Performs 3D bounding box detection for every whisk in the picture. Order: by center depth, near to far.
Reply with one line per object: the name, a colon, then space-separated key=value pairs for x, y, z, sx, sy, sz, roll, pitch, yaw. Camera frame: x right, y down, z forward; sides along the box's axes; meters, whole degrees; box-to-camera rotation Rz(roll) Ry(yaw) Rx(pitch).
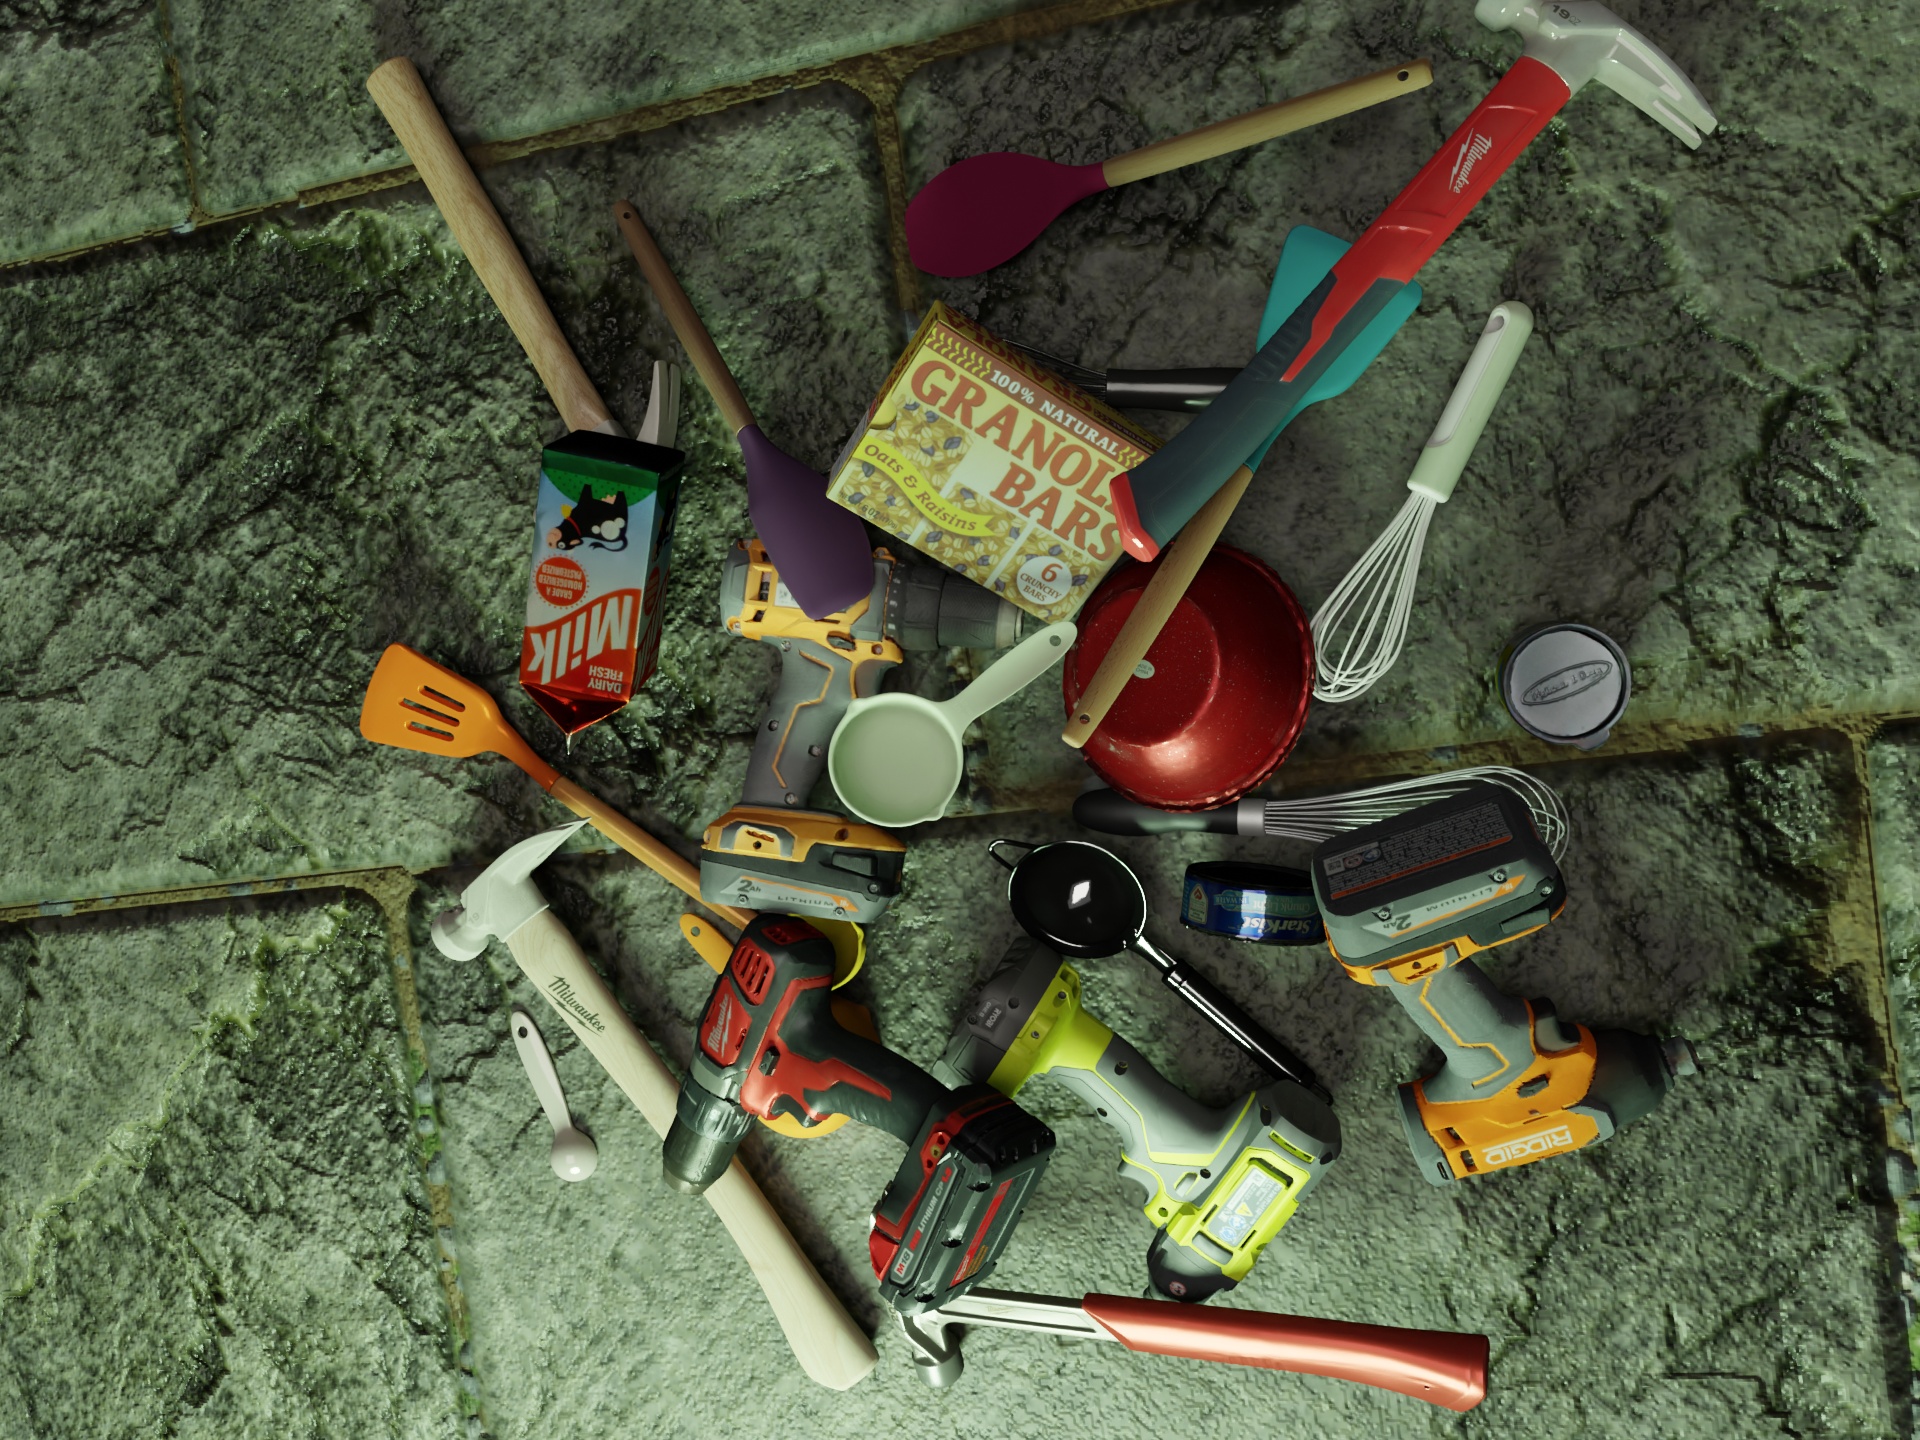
whisk: x=0.260 y=-0.123 z=0.901 sx=0.059 sy=0.058 sz=0.246 roll=22 pitch=97 yaw=-23
whisk: x=0.203 y=0.059 z=0.926 sx=0.284 sy=0.070 sz=0.070 roll=1 pitch=95 yaw=19
whisk: x=0.087 y=-0.196 z=0.927 sx=0.239 sy=0.055 sz=0.055 roll=3 pitch=96 yaw=4

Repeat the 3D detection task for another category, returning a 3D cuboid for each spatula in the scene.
spatula: x=0.141 y=-0.123 z=0.873 sx=0.082 sy=0.044 sz=0.317 roll=31 pitch=80 yaw=8
spatula: x=-0.140 y=-0.199 z=0.979 sx=0.060 sy=0.018 sz=0.316 roll=-28 pitch=74 yaw=-10
spatula: x=-0.253 y=0.060 z=1.050 sx=0.322 sy=0.041 sz=0.081 roll=34 pitch=117 yaw=8

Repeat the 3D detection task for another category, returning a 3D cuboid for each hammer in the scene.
hammer: x=0.229 y=-0.226 z=0.851 sx=0.143 sy=0.038 sz=0.386 roll=41 pitch=87 yaw=7
hammer: x=0.121 y=0.349 z=0.932 sx=0.359 sy=0.037 sz=0.149 roll=-2 pitch=116 yaw=23
hammer: x=-0.291 y=-0.286 z=1.034 sx=0.130 sy=0.031 sz=0.331 roll=-31 pitch=87 yaw=15
hammer: x=-0.181 y=0.255 z=1.041 sx=0.146 sy=0.038 sz=0.410 roll=-39 pitch=87 yaw=26

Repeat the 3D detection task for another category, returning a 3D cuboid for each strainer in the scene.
strainer: x=0.124 y=0.148 z=0.962 sx=0.258 sy=0.050 sz=0.087 roll=41 pitch=124 yaw=2

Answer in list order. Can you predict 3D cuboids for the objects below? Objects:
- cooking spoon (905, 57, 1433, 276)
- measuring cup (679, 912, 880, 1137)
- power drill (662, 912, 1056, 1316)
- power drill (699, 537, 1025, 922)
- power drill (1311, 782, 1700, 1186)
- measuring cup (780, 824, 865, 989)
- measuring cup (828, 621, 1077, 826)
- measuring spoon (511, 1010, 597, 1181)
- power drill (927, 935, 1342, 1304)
cooking spoon: x=0.108 y=-0.319 z=0.908 sx=0.319 sy=0.017 sz=0.069 roll=-9 pitch=89 yaw=27
measuring cup: x=-0.128 y=0.193 z=1.022 sx=0.173 sy=0.052 sz=0.095 roll=45 pitch=104 yaw=5
power drill: x=-0.076 y=0.244 z=0.929 sx=0.227 sy=0.080 sz=0.188 roll=33 pitch=107 yaw=28
power drill: x=-0.062 y=0.006 z=0.971 sx=0.185 sy=0.084 sz=0.226 roll=6 pitch=87 yaw=6
power drill: x=0.297 y=0.148 z=0.863 sx=0.164 sy=0.084 sz=0.226 roll=-21 pitch=118 yaw=15
measuring cup: x=-0.102 y=0.098 z=1.027 sx=0.062 sy=0.029 sz=0.157 roll=-18 pitch=78 yaw=7
measuring cup: x=-0.001 y=-0.003 z=0.919 sx=0.167 sy=0.038 sz=0.083 roll=-37 pitch=86 yaw=-8
measuring spoon: x=-0.284 y=0.258 z=1.086 sx=0.034 sy=0.018 sz=0.124 roll=-23 pitch=88 yaw=15
power drill: x=0.090 y=0.248 z=0.957 sx=0.223 sy=0.080 sz=0.171 roll=33 pitch=113 yaw=6
